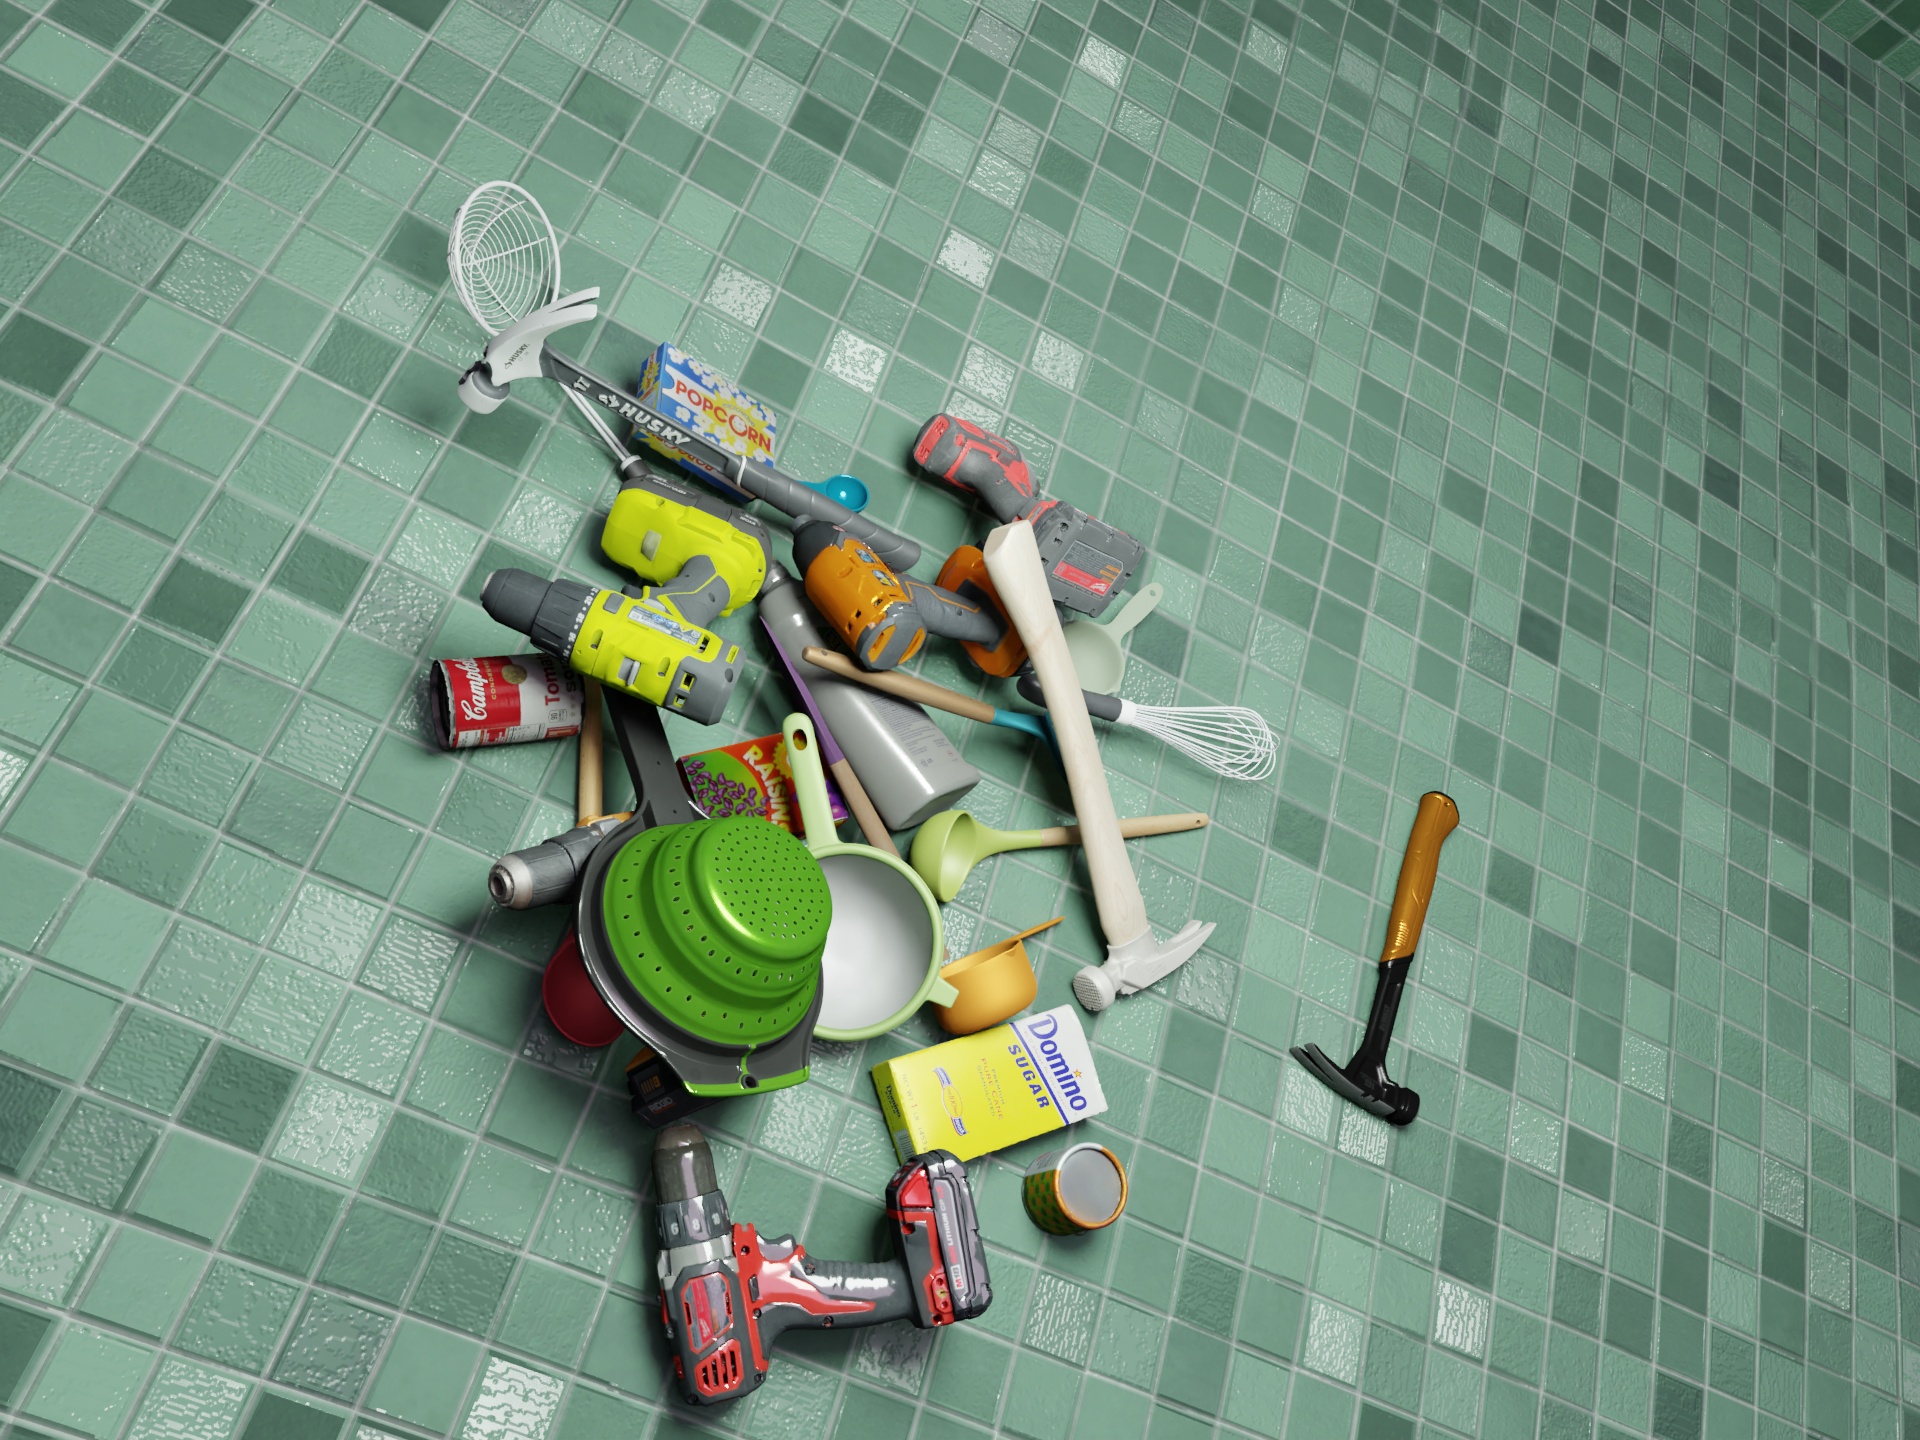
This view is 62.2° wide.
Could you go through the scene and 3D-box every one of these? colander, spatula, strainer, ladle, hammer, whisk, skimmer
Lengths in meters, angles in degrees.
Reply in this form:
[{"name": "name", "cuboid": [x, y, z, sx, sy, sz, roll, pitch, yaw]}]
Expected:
[{"name": "colander", "cuboid": [-0.186, 0.066, 1.140, 0.204, 0.094, 0.397, 5, 53, -45]}, {"name": "spatula", "cuboid": [-0.002, -0.004, 1.332, 0.317, 0.044, 0.082, 19, 47, -33]}, {"name": "strainer", "cuboid": [-0.100, 0.122, 1.250, 0.151, 0.069, 0.256, -14, 82, 0]}, {"name": "ladle", "cuboid": [0.096, 0.104, 1.379, 0.320, 0.062, 0.078, -4, 108, -31]}, {"name": "hammer", "cuboid": [0.108, 0.030, 1.337, 0.146, 0.038, 0.410, -25, 104, -33]}, {"name": "spatula", "cuboid": [-0.087, 0.056, 1.278, 0.018, 0.060, 0.316, -28, 95, -6]}, {"name": "whisk", "cuboid": [0.173, 0.001, 1.438, 0.284, 0.070, 0.070, 14, 63, -26]}, {"name": "ladle", "cuboid": [-0.284, 0.095, 1.213, 0.069, 0.031, 0.316, 14, 60, -35]}, {"name": "hammer", "cuboid": [-0.192, -0.217, 1.302, 0.408, 0.149, 0.036, 26, 49, -36]}, {"name": "hammer", "cuboid": [0.410, 0.203, 1.501, 0.127, 0.034, 0.337, 33, 58, -11]}, {"name": "skimmer", "cuboid": [-0.299, -0.280, 1.330, 0.363, 0.090, 0.127, 51, 33, 0]}]

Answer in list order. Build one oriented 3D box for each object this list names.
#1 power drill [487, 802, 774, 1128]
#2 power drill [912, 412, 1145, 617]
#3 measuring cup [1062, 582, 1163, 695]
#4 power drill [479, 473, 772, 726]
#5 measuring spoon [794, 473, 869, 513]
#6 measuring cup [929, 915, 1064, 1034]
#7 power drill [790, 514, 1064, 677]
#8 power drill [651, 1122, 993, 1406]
[{"name": "power drill", "cuboid": [-0.229, 0.173, 1.148, 0.185, 0.084, 0.226, -11, 72, -51]}, {"name": "power drill", "cuboid": [0.060, -0.190, 1.426, 0.143, 0.078, 0.220, 18, 24, -45]}, {"name": "measuring cup", "cuboid": [0.136, -0.077, 1.488, 0.083, 0.038, 0.167, 47, 55, -1]}, {"name": "power drill", "cuboid": [-0.244, -0.101, 1.217, 0.190, 0.080, 0.229, 23, 31, -7]}, {"name": "measuring spoon", "cuboid": [-0.146, -0.201, 1.419, 0.128, 0.021, 0.042, 2, 58, -15]}, {"name": "measuring cup", "cuboid": [0.043, 0.207, 1.304, 0.173, 0.095, 0.052, -18, 85, -50]}, {"name": "power drill", "cuboid": [-0.036, -0.110, 1.342, 0.226, 0.084, 0.164, 2, 40, -47]}, {"name": "power drill", "cuboid": [-0.106, 0.364, 1.131, 0.226, 0.080, 0.188, -10, 78, -14]}]
